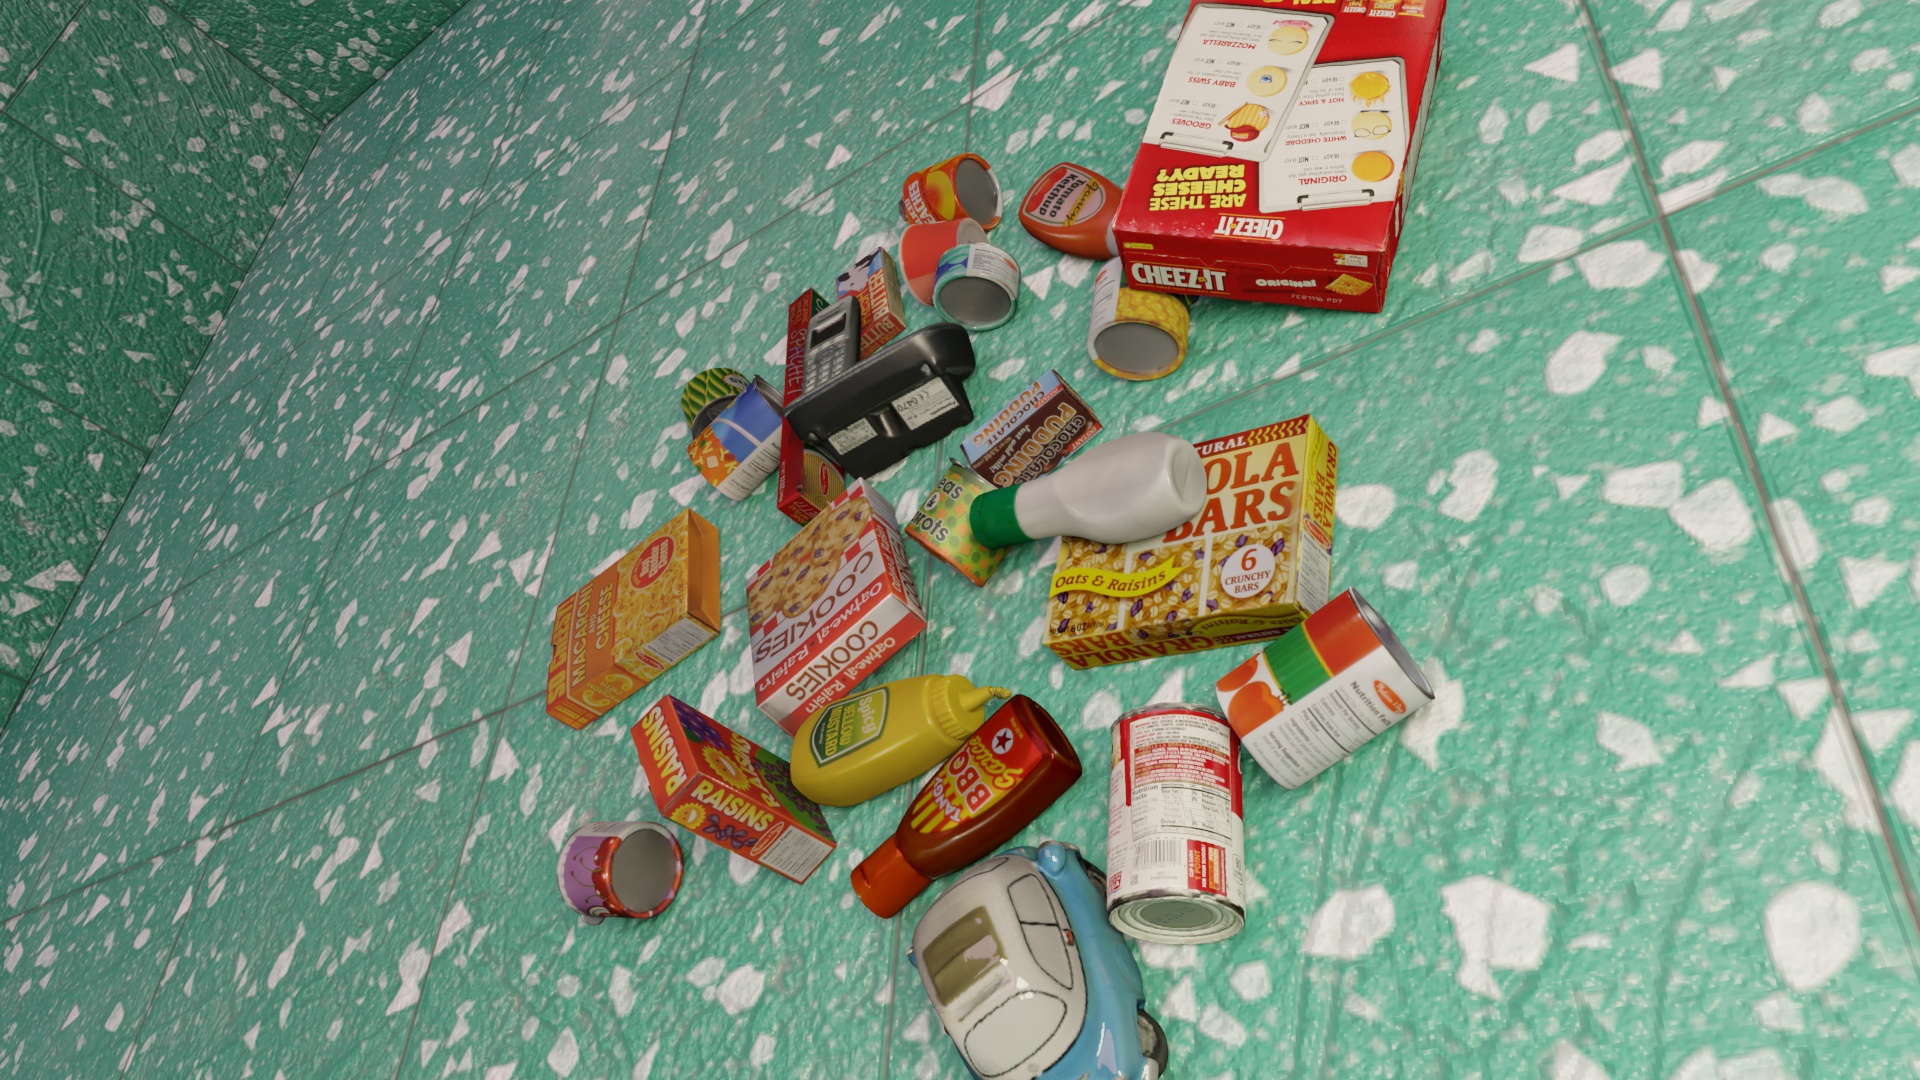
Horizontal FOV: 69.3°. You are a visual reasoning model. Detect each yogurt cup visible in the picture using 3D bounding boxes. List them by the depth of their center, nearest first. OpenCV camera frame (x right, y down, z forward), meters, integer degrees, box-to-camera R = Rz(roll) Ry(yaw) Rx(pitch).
[{"bbox_3d":[-0.010,-0.227,1.118,0.054,0.072,0.073,-9,53,31],"label":"yogurt cup"}]

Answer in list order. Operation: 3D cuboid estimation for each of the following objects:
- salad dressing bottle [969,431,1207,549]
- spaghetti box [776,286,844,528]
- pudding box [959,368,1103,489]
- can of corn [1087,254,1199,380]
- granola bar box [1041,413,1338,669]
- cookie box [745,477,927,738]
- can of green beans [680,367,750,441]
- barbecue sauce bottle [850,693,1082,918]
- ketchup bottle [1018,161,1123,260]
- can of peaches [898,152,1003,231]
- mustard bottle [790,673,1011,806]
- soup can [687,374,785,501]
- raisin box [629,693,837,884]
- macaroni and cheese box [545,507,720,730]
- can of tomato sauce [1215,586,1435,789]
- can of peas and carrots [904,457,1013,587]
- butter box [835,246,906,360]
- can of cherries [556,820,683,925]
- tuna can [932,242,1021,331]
[{"bbox_3d":[0.072,-0.024,0.820,0.147,0.044,0.064,-12,51,40],"label":"salad dressing bottle"},{"bbox_3d":[-0.119,-0.110,1.140,0.028,0.050,0.251,-29,43,26],"label":"spaghetti box"},{"bbox_3d":[0.048,-0.070,0.941,0.083,0.049,0.030,-39,38,14],"label":"pudding box"},{"bbox_3d":[0.122,-0.147,0.921,0.071,0.071,0.058,-15,51,37],"label":"can of corn"},{"bbox_3d":[0.132,0.003,0.807,0.165,0.039,0.125,-13,51,38],"label":"granola bar box"},{"bbox_3d":[-0.091,0.044,0.976,0.123,0.040,0.168,-41,29,12],"label":"cookie box"},{"bbox_3d":[-0.207,-0.110,1.214,0.071,0.071,0.058,-44,38,9],"label":"can of green beans"},{"bbox_3d":[0.000,0.159,0.806,0.148,0.043,0.065,-44,39,9],"label":"barbecue sauce bottle"},{"bbox_3d":[0.103,-0.235,1.027,0.064,0.043,0.149,-49,38,2],"label":"ketchup bottle"},{"bbox_3d":[-0.007,-0.282,1.154,0.058,0.071,0.071,-9,54,40],"label":"can of peaches"},{"bbox_3d":[-0.036,0.117,0.871,0.160,0.048,0.066,-27,40,28],"label":"mustard bottle"},{"bbox_3d":[-0.178,-0.086,1.164,0.083,0.071,0.071,-43,38,10],"label":"soup can"},{"bbox_3d":[-0.145,0.159,0.886,0.040,0.123,0.086,-46,38,6],"label":"raisin box"},{"bbox_3d":[-0.273,0.065,1.158,0.166,0.040,0.124,-34,40,20],"label":"macaroni and cheese box"},{"bbox_3d":[0.178,0.072,0.683,0.083,0.071,0.071,-38,39,17],"label":"can of tomato sauce"},{"bbox_3d":[0.003,-0.012,0.920,0.059,0.071,0.071,-54,38,-3],"label":"can of peas and carrots"},{"bbox_3d":[-0.078,-0.205,1.198,0.053,0.024,0.104,-32,41,21],"label":"butter box"},{"bbox_3d":[-0.236,0.231,0.966,0.058,0.071,0.072,-11,53,39],"label":"can of cherries"},{"bbox_3d":[0.011,-0.192,1.066,0.071,0.071,0.033,-19,48,34],"label":"tuna can"}]
